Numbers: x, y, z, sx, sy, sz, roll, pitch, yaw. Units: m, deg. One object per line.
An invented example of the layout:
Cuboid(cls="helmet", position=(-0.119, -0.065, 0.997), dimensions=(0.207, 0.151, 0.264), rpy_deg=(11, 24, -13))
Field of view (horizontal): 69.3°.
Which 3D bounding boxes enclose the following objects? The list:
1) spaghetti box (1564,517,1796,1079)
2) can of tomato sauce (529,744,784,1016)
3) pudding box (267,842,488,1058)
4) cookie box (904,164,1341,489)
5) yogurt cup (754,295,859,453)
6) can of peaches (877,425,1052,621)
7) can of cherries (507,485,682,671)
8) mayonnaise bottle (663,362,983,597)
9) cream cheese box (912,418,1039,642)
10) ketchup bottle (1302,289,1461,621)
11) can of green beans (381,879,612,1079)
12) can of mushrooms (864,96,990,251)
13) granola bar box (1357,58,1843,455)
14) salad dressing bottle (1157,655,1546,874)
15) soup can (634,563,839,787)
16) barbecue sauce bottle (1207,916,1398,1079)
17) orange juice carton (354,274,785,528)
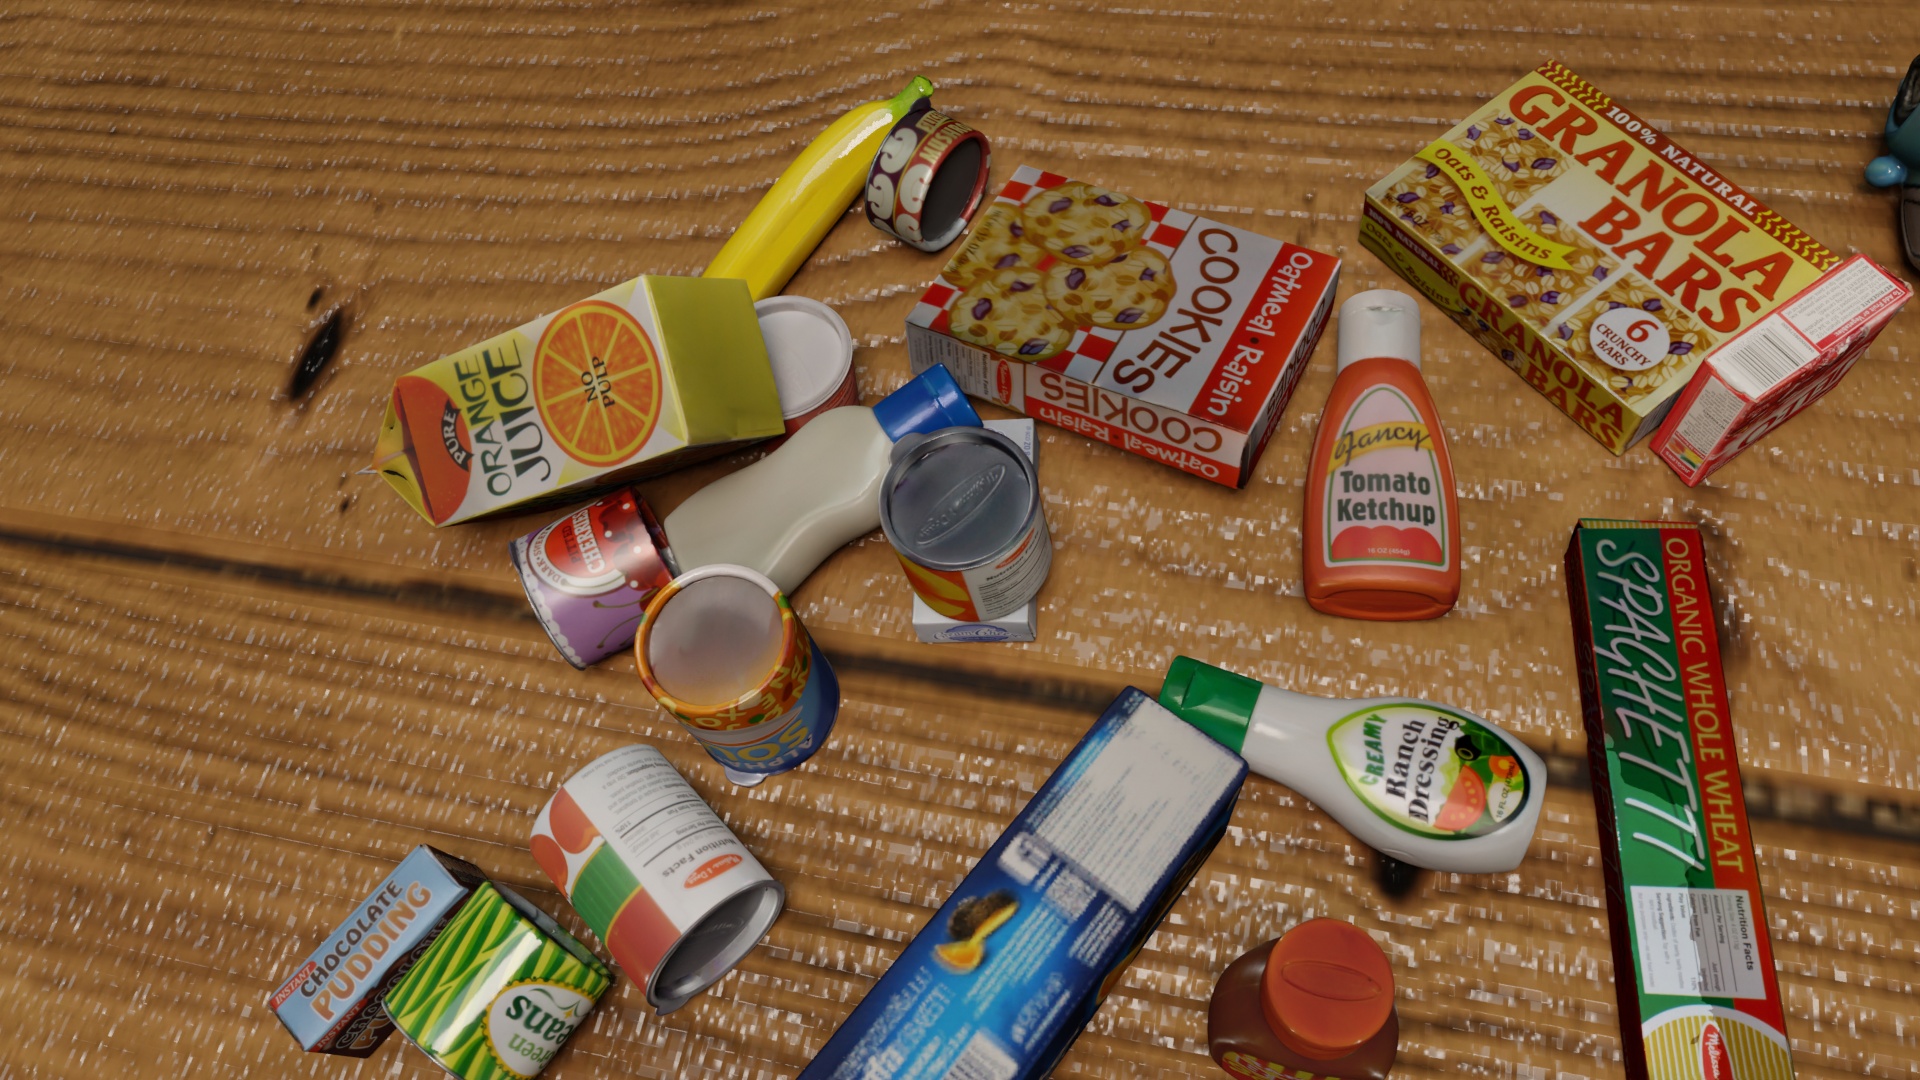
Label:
Cuboid(cls="spaghetti box", position=(0.272, 0.108, 0.531), dimensions=(0.050, 0.028, 0.251), rpy_deg=(1, 64, 9))
Cuboid(cls="can of tomato sauce", position=(-0.124, 0.135, 0.560), dimensions=(0.071, 0.071, 0.083), rpy_deg=(-43, 65, -13))
Cuboid(cls="pudding box", position=(-0.232, 0.168, 0.568), dimensions=(0.030, 0.049, 0.084), rpy_deg=(37, 74, 21))
Cuboid(cls="cookie box", position=(0.077, -0.104, 0.650), dimensions=(0.167, 0.040, 0.123), rpy_deg=(21, 57, 18))
Cuboid(cls="yogurt cup", position=(-0.080, -0.075, 0.663), dimensions=(0.072, 0.053, 0.072), rpy_deg=(-3, 64, 7))
Cuboid(cls="can of peaches", position=(0.002, -0.007, 0.586), dimensions=(0.071, 0.058, 0.071), rpy_deg=(-4, 63, 9))
Cuboid(cls="can of cherries", position=(-0.159, 0.015, 0.620), dimensions=(0.058, 0.071, 0.072), rpy_deg=(-26, 63, -5))
Cuboid(cls="mayonnaise bottle", position=(-0.060, -0.024, 0.626), dimensions=(0.148, 0.041, 0.065), rpy_deg=(-34, 60, 5))
Cuboid(cls="cream cheese box", position=(0.008, -0.005, 0.631), dimensions=(0.053, 0.024, 0.104), rpy_deg=(-2, 63, 9))
Cuboid(cls="ketchup bottle", position=(0.184, -0.040, 0.611), dimensions=(0.065, 0.043, 0.149), rpy_deg=(3, 64, 10))
Cuboid(cls="can of green beans", position=(-0.181, 0.177, 0.546), dimensions=(0.071, 0.071, 0.058), rpy_deg=(32, 72, 22))
Cuboid(cls="can of mushrooms", position=(-0.015, -0.183, 0.698), dimensions=(0.033, 0.070, 0.071), rpy_deg=(31, 72, 19))
Cuboid(cls="granola bar box", position=(0.289, -0.135, 0.644), dimensions=(0.124, 0.039, 0.166), rpy_deg=(-36, 64, -9))
Cuboid(cls="salad dressing bottle", position=(0.151, 0.085, 0.553), dimensions=(0.148, 0.043, 0.064), rpy_deg=(17, 67, 17))
Cuboid(cls="soup can", position=(-0.092, 0.058, 0.582), dimensions=(0.071, 0.083, 0.071), rpy_deg=(-3, 64, 7))
Cuboid(cls="barbecue sauce bottle", position=(0.116, 0.158, 0.463), dimensions=(0.065, 0.148, 0.044), rpy_deg=(8, 65, 13))
Cuboid(cls="orange juice carton", position=(-0.182, -0.056, 0.626), dimensions=(0.192, 0.072, 0.073), rpy_deg=(-15, 91, 28))
